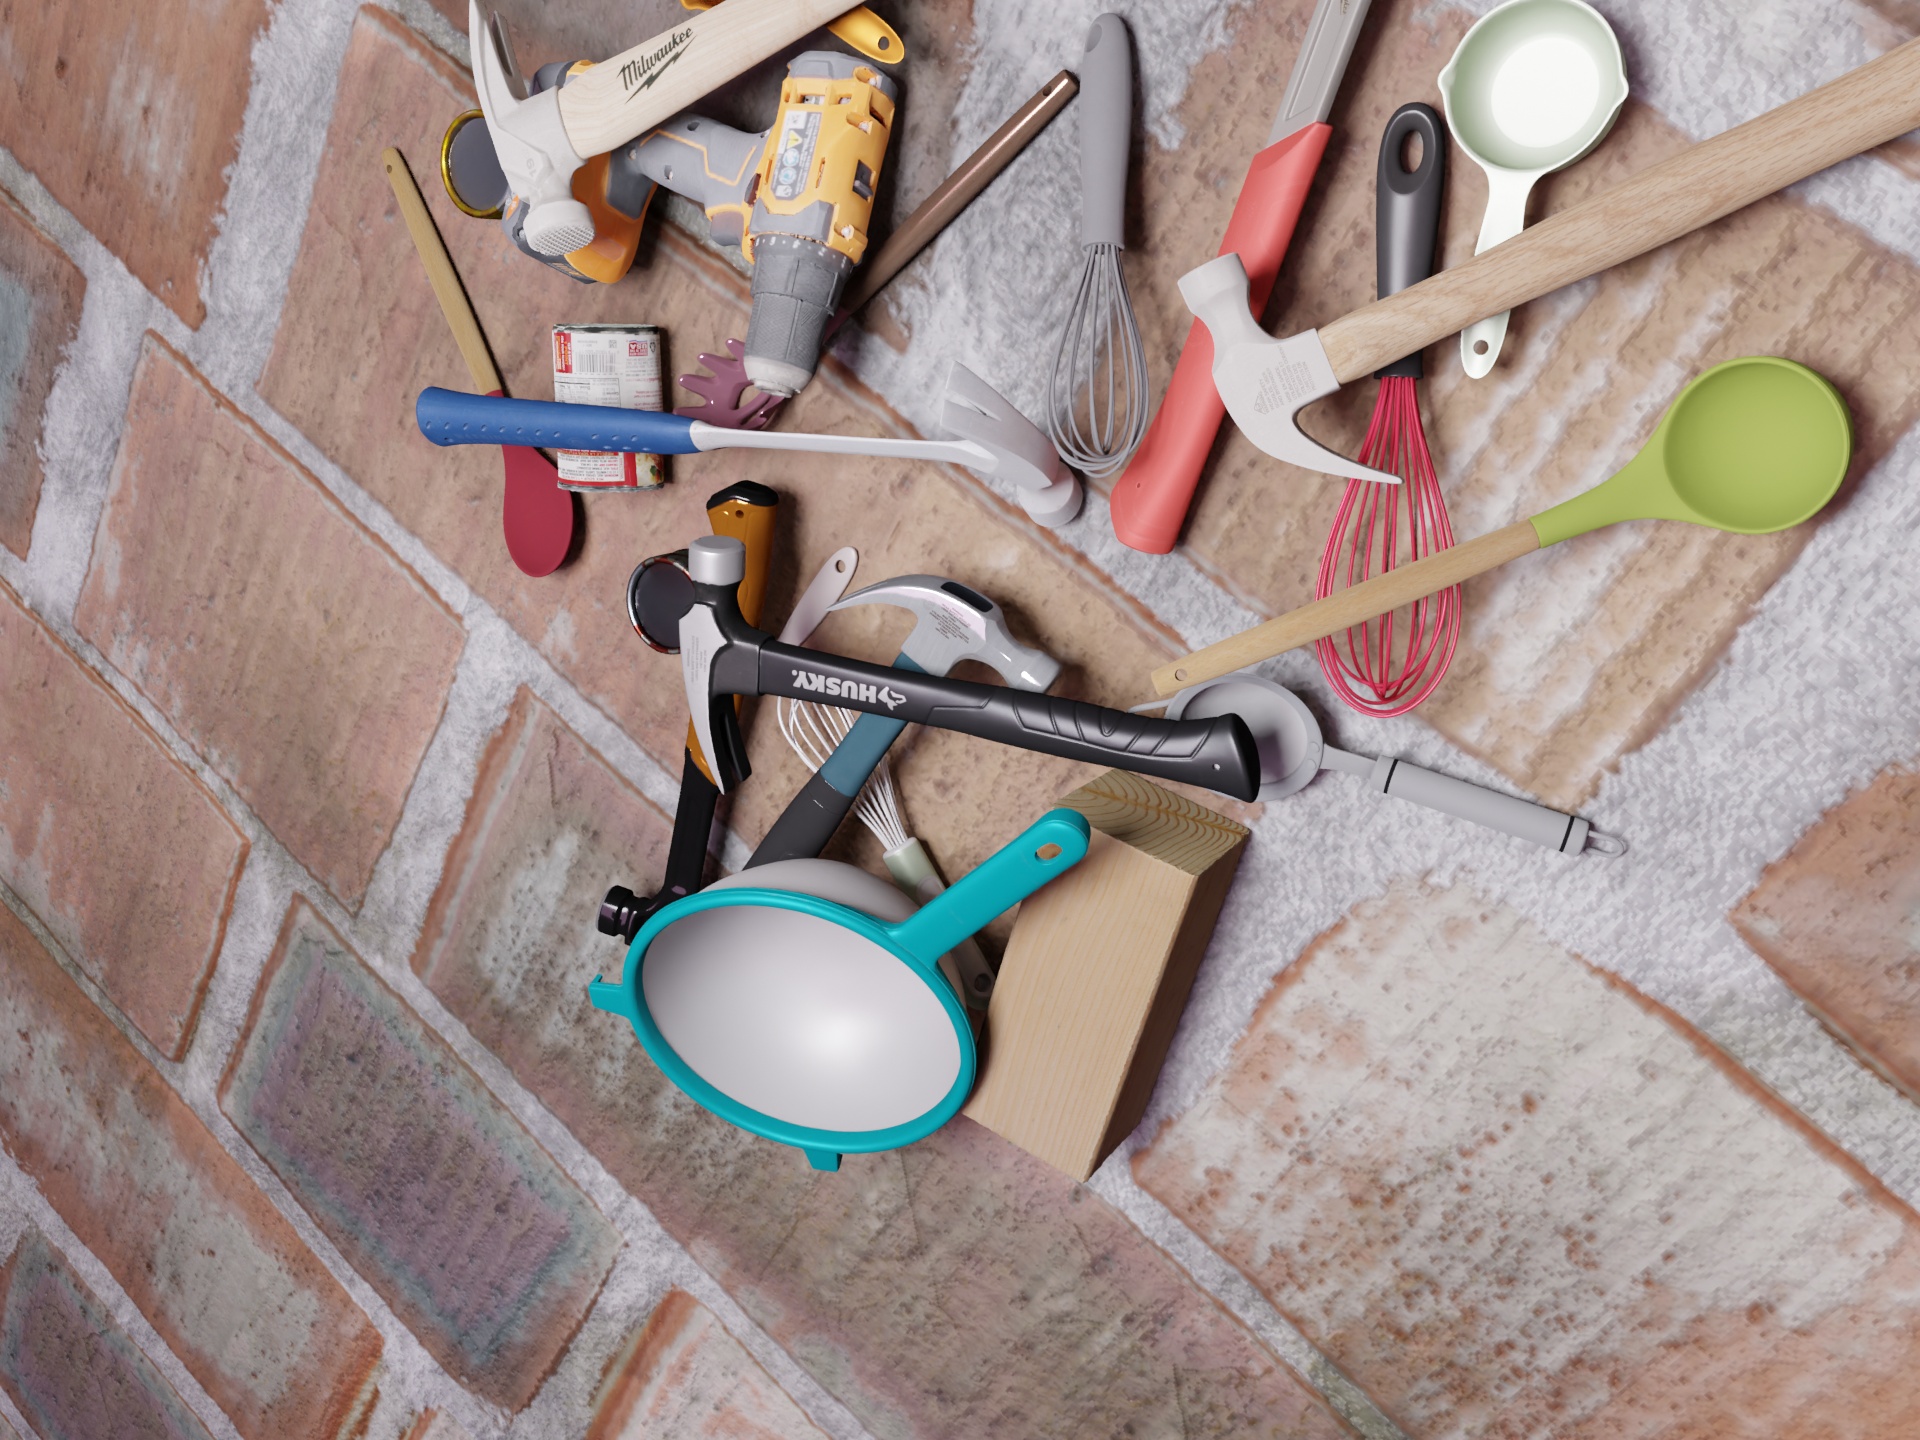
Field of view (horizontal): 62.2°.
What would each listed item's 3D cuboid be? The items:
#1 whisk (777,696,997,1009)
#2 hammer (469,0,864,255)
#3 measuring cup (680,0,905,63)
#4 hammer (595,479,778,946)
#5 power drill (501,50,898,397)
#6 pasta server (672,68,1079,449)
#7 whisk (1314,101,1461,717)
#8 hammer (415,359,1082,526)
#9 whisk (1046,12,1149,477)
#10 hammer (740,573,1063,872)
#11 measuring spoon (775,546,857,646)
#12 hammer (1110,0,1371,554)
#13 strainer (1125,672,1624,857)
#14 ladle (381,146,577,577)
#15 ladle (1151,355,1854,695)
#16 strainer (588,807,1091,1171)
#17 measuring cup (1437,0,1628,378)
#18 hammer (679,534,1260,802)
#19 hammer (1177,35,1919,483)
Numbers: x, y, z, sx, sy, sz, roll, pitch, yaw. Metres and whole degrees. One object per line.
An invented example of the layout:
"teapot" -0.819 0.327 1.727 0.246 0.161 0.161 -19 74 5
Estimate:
"whisk" -0.041 0.072 0.993 0.246 0.058 0.059 61 153 -2
"hammer" -0.074 -0.393 0.833 0.410 0.038 0.146 -20 85 17
"measuring cup" -0.089 -0.416 0.887 0.174 0.052 0.095 39 118 9
"hammer" -0.153 0.011 1.023 0.127 0.034 0.336 17 113 8
"power drill" -0.154 -0.289 0.920 0.226 0.084 0.185 13 91 26
"pasta server" -0.054 -0.259 0.915 0.316 0.040 0.060 -36 69 31
"whisk" 0.214 -0.148 0.778 0.073 0.073 0.296 6 99 29
"hammer" -0.141 -0.165 0.905 0.405 0.144 0.035 8 79 22
"whisk" 0.073 -0.246 0.824 0.055 0.055 0.239 2 90 30
"hammer" -0.079 0.047 0.960 0.128 0.033 0.331 40 119 5
"measuring spoon" -0.103 -0.063 1.008 0.034 0.018 0.124 46 120 12
"hammer" 0.156 -0.243 0.778 0.149 0.036 0.359 43 126 40
"strainer" 0.214 0.025 0.833 0.258 0.050 0.086 19 133 19
"ladle" -0.332 -0.247 1.090 0.069 0.031 0.315 -24 89 31
"ladle" 0.237 -0.075 0.723 0.320 0.062 0.078 -22 88 11
"strainer" -0.043 0.119 0.904 0.211 0.095 0.340 41 125 -15
"measuring cup" 0.258 -0.244 0.736 0.083 0.038 0.167 16 113 26
"hammer" -0.001 -0.003 0.871 0.335 0.035 0.146 12 113 18
"hammer" 0.270 -0.206 0.695 0.331 0.031 0.130 -22 94 21
